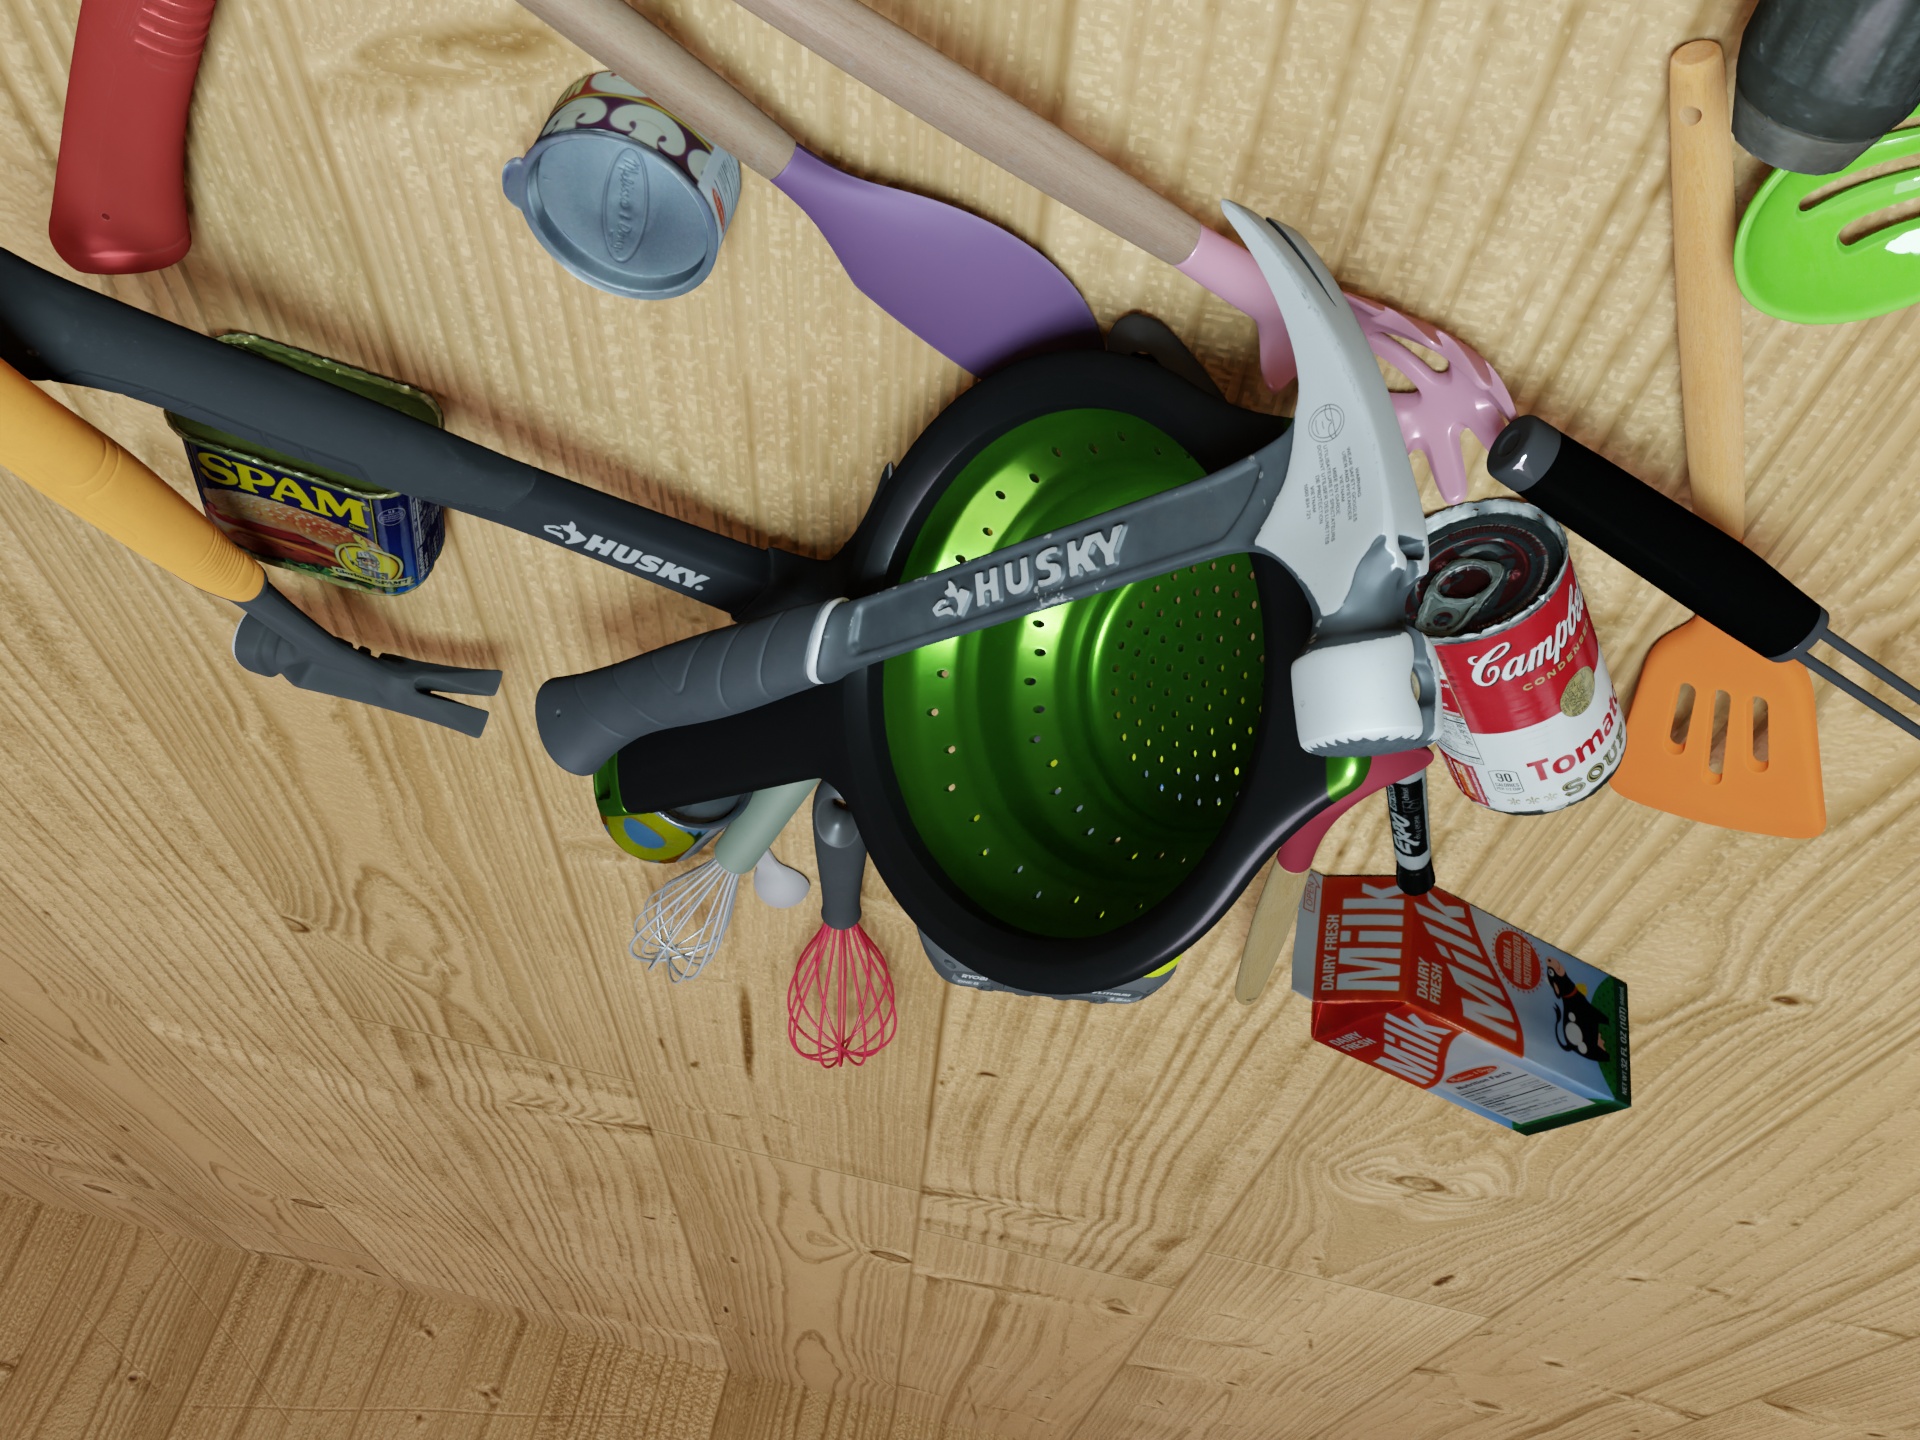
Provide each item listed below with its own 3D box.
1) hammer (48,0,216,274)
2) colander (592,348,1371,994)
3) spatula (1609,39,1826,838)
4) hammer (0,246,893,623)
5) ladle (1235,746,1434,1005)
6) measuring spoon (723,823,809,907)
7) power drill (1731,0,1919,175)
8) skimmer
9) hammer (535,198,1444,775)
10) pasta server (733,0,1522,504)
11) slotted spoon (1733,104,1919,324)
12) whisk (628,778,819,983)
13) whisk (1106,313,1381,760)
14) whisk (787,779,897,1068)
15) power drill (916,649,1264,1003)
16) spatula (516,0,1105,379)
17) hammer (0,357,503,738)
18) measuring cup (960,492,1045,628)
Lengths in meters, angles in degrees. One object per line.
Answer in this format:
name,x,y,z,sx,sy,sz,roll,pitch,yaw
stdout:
hammer,-0.228,-0.248,0.446,0.149,0.037,0.359,29,144,-21
colander,-0.001,-0.002,0.594,0.094,0.204,0.397,3,169,-44
spatula,0.247,-0.071,0.524,0.081,0.041,0.322,15,151,36
hammer,-0.177,-0.092,0.590,0.334,0.035,0.146,19,142,-32
ladle,0.146,0.072,0.703,0.069,0.031,0.315,-6,152,-1
measuring spoon,-0.124,0.075,0.909,0.034,0.018,0.124,-2,143,25
power drill,0.286,-0.172,0.306,0.227,0.080,0.187,18,142,8
skimmer,0.319,0.016,0.505,0.363,0.090,0.127,28,124,-15
hammer,-0.032,-0.036,0.535,0.036,0.149,0.409,4,168,-43
pasta server,0.044,-0.144,0.455,0.316,0.040,0.060,22,144,-29
slotted spoon,0.351,-0.156,0.369,0.314,0.031,0.070,-9,138,29
whisk,-0.126,0.078,0.878,0.059,0.058,0.246,-1,148,-33
whisk,0.119,-0.059,0.592,0.055,0.055,0.238,-14,134,36
whisk,-0.069,0.123,0.931,0.073,0.073,0.295,11,141,5
power drill,0.075,0.051,0.740,0.171,0.080,0.223,9,145,-12
spatula,-0.072,-0.182,0.470,0.315,0.018,0.060,28,145,-35
hammer,-0.290,-0.063,0.611,0.127,0.034,0.336,15,166,7
measuring cup,0.029,-0.057,0.654,0.062,0.029,0.156,-10,152,27
